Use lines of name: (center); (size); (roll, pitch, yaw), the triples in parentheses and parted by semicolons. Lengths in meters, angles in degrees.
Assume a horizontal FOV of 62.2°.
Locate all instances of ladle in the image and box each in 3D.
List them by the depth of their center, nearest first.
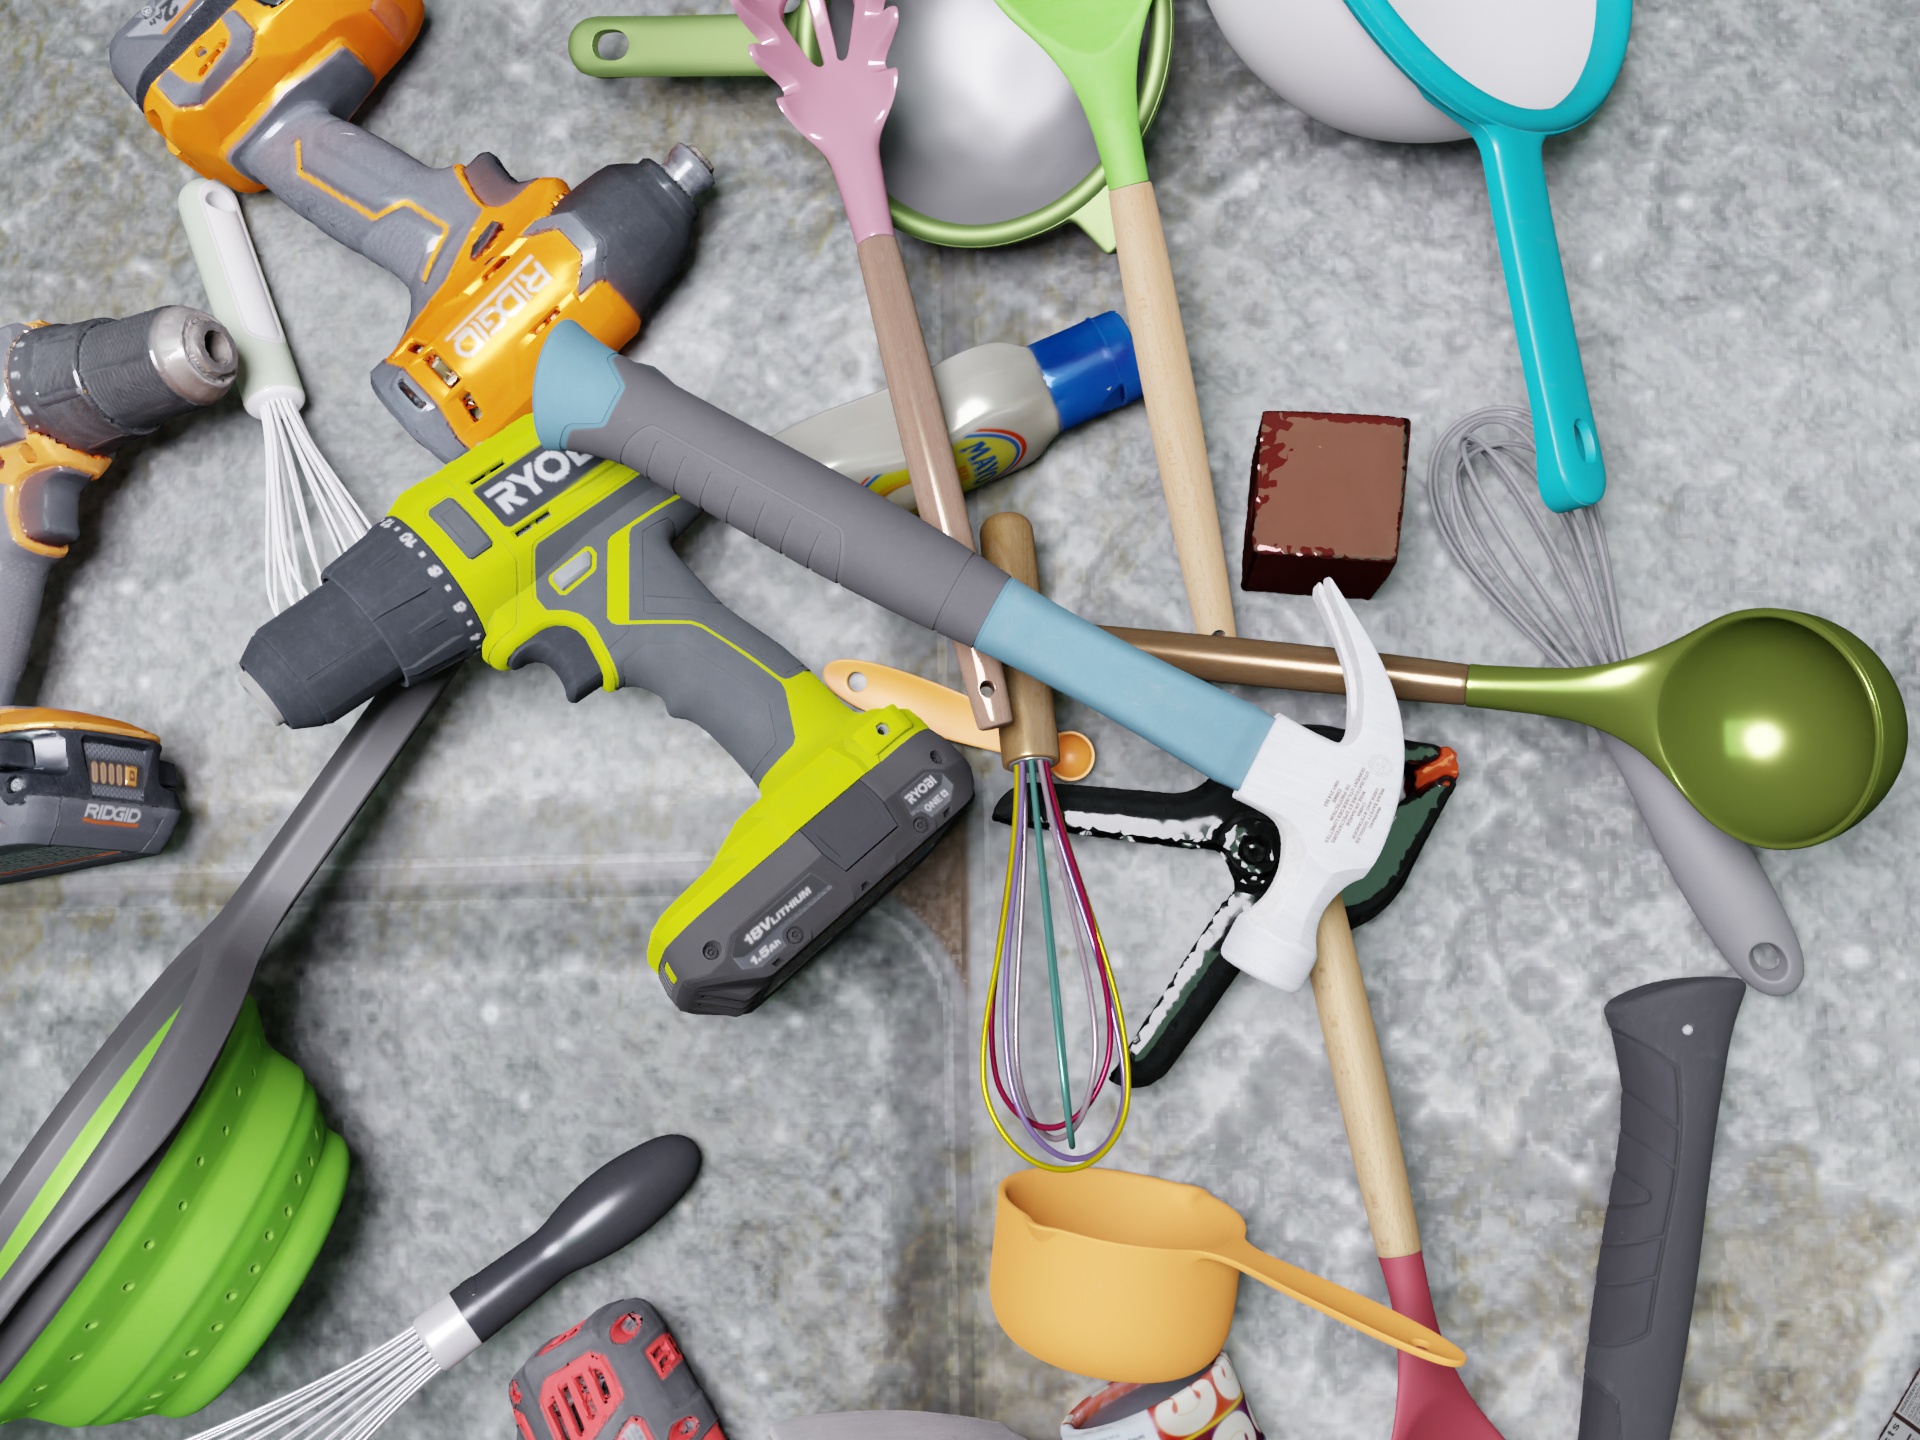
ladle: (0.144, 0.156, 0.543); (0.069, 0.031, 0.315); (-5, 78, -29)
ladle: (0.150, -0.013, 0.562); (0.320, 0.062, 0.078); (7, 106, 22)

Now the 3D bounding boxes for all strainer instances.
strainer: (0.159, -0.234, 0.580); (0.095, 0.211, 0.340); (-14, 86, 52)
strainer: (-0.033, -0.269, 0.645); (0.256, 0.069, 0.151); (8, 104, 20)

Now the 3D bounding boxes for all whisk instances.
whisk: (-0.212, 0.240, 0.567); (0.284, 0.070, 0.070); (-35, 78, -22)
whisk: (0.024, 0.036, 0.572); (0.047, 0.051, 0.245); (-11, 69, 15)
whisk: (0.242, -0.009, 0.580); (0.055, 0.055, 0.239); (-28, 84, 4)
whisk: (-0.288, -0.128, 0.674); (0.059, 0.057, 0.246); (-34, 73, 35)

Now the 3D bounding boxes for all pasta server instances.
pasta server: (-0.025, -0.151, 0.577); (0.060, 0.040, 0.316); (-14, 83, 2)

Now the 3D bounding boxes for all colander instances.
colander: (-0.256, 0.118, 0.612); (0.094, 0.204, 0.397); (37, 71, -22)

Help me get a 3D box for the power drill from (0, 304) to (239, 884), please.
power drill: (-0.372, -0.056, 0.648); (0.185, 0.084, 0.226); (-11, 78, 19)

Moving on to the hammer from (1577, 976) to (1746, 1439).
hammer: (0.235, 0.254, 0.552); (0.146, 0.035, 0.335); (10, 84, 10)

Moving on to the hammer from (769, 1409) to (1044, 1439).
hammer: (-0.094, 0.393, 0.548); (0.037, 0.149, 0.359); (37, 96, 47)

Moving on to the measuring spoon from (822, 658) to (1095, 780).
measuring spoon: (-0.001, -0.002, 0.633); (0.117, 0.011, 0.021); (19, 99, 14)

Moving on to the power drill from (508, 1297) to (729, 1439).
power drill: (-0.175, 0.330, 0.585); (0.219, 0.078, 0.143); (-33, 80, 0)

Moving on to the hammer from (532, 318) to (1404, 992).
hammer: (-0.002, -0.042, 0.543); (0.331, 0.033, 0.128); (29, 90, 4)

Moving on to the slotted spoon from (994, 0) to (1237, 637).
slotted spoon: (0.065, -0.168, 0.582); (0.070, 0.031, 0.313); (-12, 103, 7)

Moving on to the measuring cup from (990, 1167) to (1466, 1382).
measuring cup: (0.084, 0.200, 0.530); (0.174, 0.095, 0.052); (10, 92, 43)

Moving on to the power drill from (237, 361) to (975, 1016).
power drill: (-0.126, -0.005, 0.586); (0.190, 0.080, 0.228); (-40, 83, -23)

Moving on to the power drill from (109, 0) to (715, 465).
power drill: (-0.219, -0.232, 0.660); (0.164, 0.084, 0.226); (-43, 83, 1)
